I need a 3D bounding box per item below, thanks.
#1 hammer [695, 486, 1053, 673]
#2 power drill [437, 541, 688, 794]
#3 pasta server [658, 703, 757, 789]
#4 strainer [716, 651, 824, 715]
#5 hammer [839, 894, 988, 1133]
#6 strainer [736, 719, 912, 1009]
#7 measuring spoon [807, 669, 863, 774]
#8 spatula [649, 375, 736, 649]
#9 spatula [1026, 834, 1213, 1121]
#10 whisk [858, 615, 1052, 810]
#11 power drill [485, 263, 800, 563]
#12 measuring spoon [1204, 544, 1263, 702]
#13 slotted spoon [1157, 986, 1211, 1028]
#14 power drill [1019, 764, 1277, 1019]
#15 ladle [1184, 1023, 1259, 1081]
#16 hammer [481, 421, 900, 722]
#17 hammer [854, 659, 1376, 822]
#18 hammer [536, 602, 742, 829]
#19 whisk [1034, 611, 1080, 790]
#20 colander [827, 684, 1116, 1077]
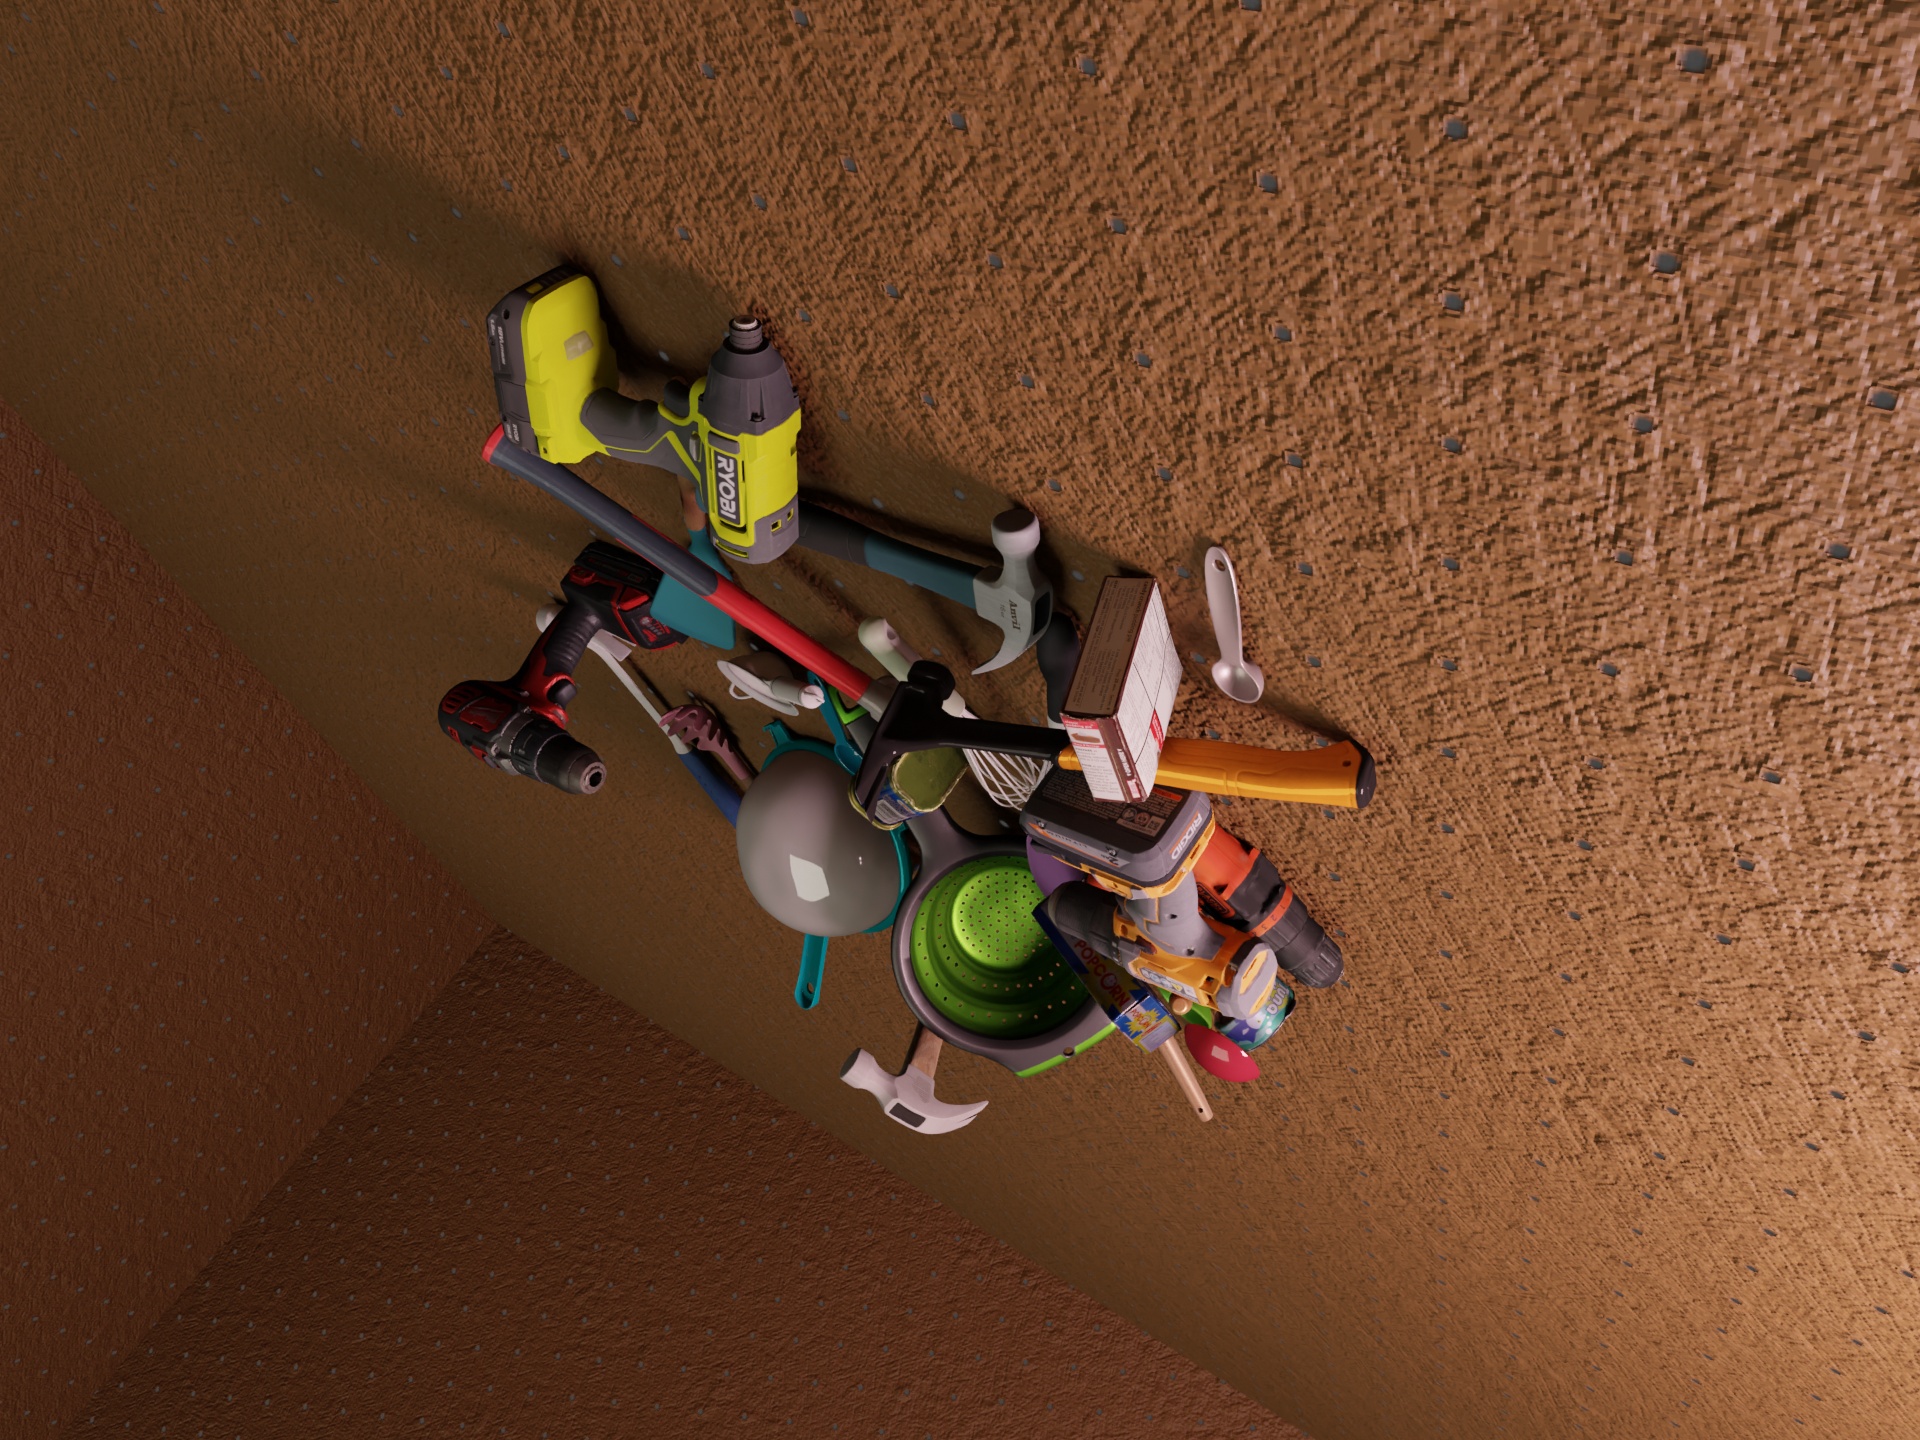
[{"bbox_3d":[-0.070,-0.124,1.110,0.331,0.033,0.128,24,139,36],"label":"hammer"},{"bbox_3d":[-0.338,-0.040,1.426,0.188,0.227,0.080,23,153,32],"label":"power drill"},{"bbox_3d":[-0.227,0.082,1.745,0.060,0.040,0.315,5,143,35],"label":"pasta server"},{"bbox_3d":[-0.153,-0.030,1.364,0.086,0.050,0.258,36,173,-20],"label":"strainer"},{"bbox_3d":[-0.017,0.261,1.483,0.130,0.331,0.031,36,117,-8],"label":"hammer"},{"bbox_3d":[-0.163,0.182,1.590,0.211,0.095,0.340,33,131,28],"label":"strainer"},{"bbox_3d":[-0.108,-0.001,1.449,0.042,0.021,0.128,16,140,40],"label":"measuring spoon"},{"bbox_3d":[-0.214,-0.161,1.256,0.082,0.044,0.317,23,154,6],"label":"spatula"},{"bbox_3d":[0.143,0.222,1.378,0.060,0.018,0.315,-23,106,23],"label":"spatula"},{"bbox_3d":[-0.002,-0.004,1.205,0.059,0.058,0.246,-23,136,22],"label":"whisk"},{"bbox_3d":[-0.208,-0.219,1.078,0.223,0.080,0.171,24,136,21],"label":"power drill"},{"bbox_3d":[0.162,-0.059,0.944,0.034,0.018,0.124,23,147,35],"label":"measuring spoon"},{"bbox_3d":[0.186,0.234,1.325,0.070,0.031,0.313,45,180,12],"label":"slotted spoon"},{"bbox_3d":[0.117,0.113,1.131,0.185,0.084,0.226,19,151,38],"label":"power drill"},{"bbox_3d":[0.220,0.285,1.381,0.069,0.031,0.315,35,177,11],"label":"ladle"},{"bbox_3d":[-0.197,-0.106,1.219,0.386,0.038,0.143,34,-175,-8],"label":"hammer"},{"bbox_3d":[0.096,0.026,1.026,0.337,0.127,0.034,6,141,26],"label":"hammer"},{"bbox_3d":[-0.309,0.026,1.760,0.144,0.035,0.405,15,149,43],"label":"hammer"},{"bbox_3d":[0.076,0.017,1.163,0.070,0.070,0.284,26,150,25],"label":"whisk"},{"bbox_3d":[0.000,0.123,1.418,0.397,0.204,0.094,59,-172,-10],"label":"colander"}]
